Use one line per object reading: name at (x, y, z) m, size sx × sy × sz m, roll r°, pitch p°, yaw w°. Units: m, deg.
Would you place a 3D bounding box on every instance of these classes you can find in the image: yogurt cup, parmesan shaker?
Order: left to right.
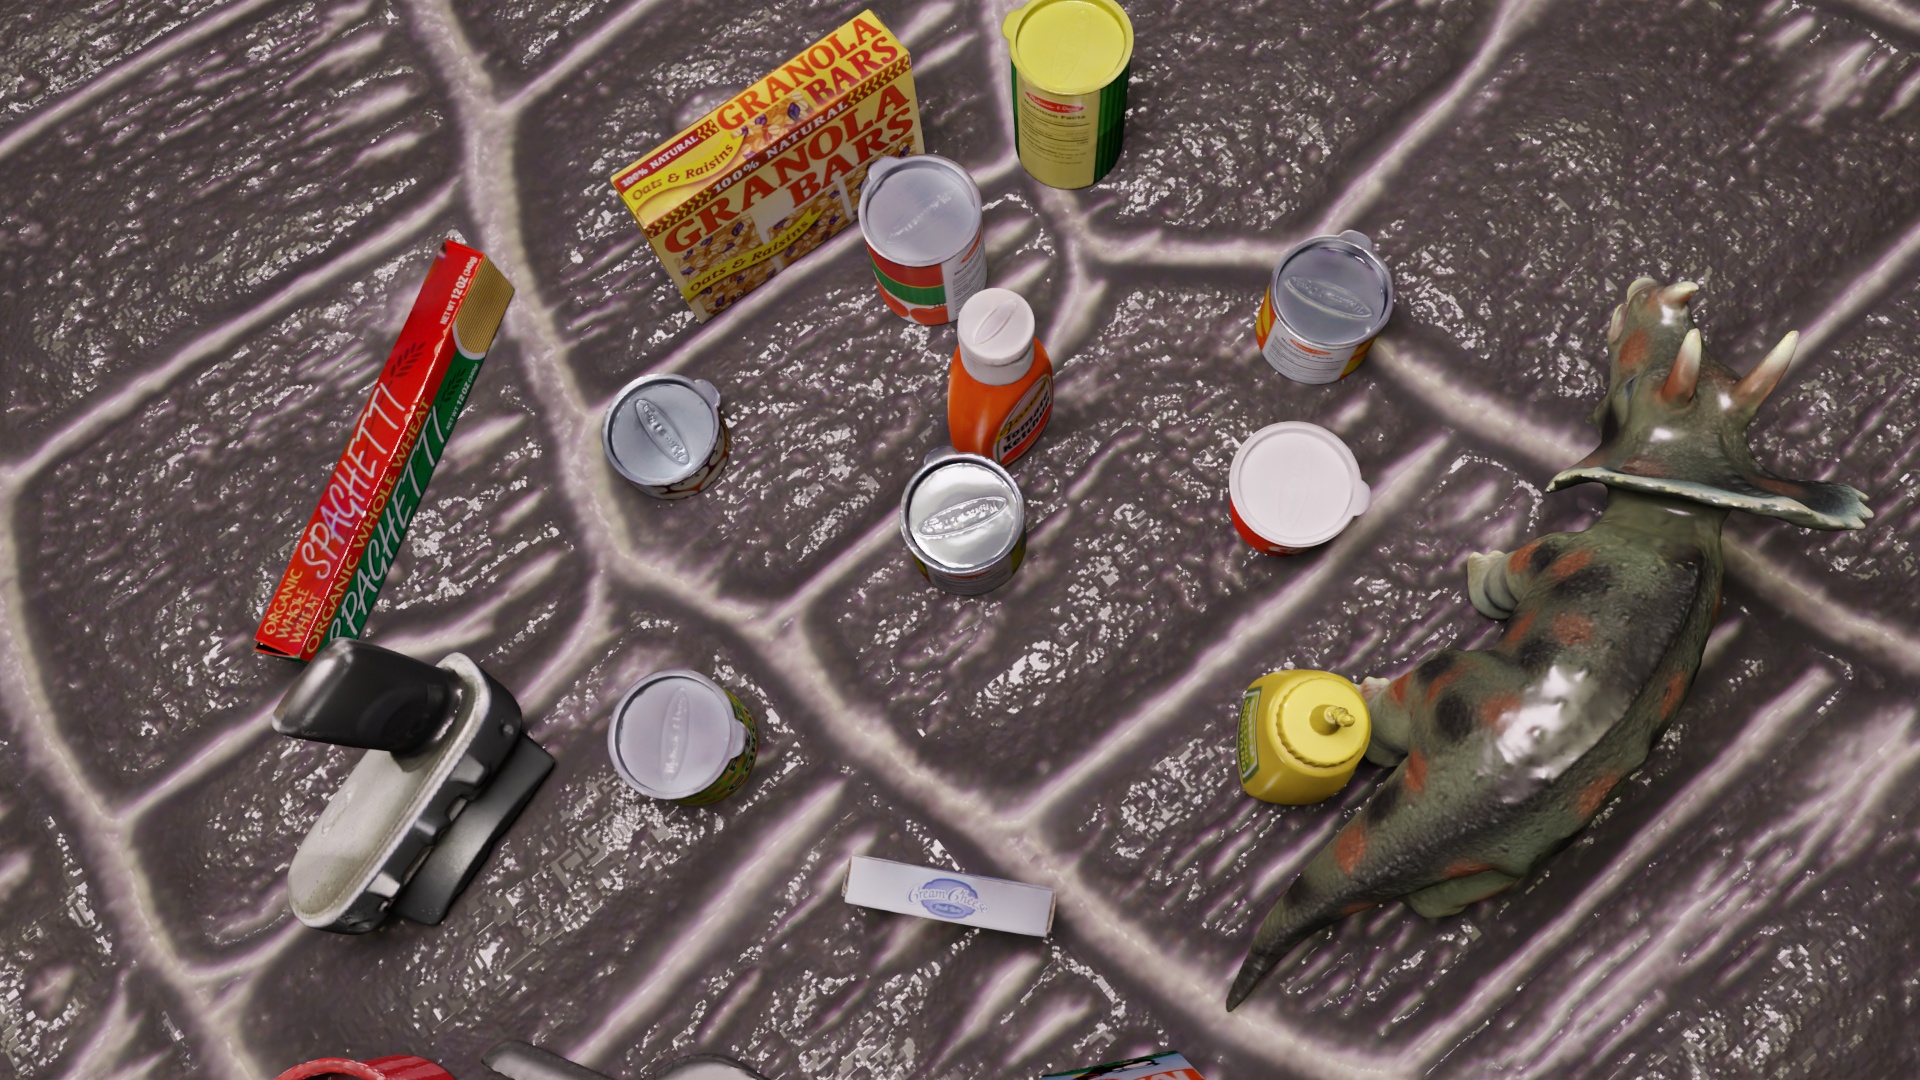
parmesan shaker at (0.059, -0.254, 0.787) m, size 0.071 × 0.103 × 0.071 m, roll -1°, pitch 75°, yaw 3°
yogurt cup at (0.175, -0.024, 0.744) m, size 0.072 × 0.054 × 0.072 m, roll -1°, pitch 75°, yaw 3°

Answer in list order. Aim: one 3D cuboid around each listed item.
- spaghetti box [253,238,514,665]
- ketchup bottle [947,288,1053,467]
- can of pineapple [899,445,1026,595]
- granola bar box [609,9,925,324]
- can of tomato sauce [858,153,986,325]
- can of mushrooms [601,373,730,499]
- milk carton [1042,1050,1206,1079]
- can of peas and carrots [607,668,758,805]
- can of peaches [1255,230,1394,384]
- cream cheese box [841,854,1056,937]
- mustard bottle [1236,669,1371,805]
spaghetti box at (-0.320, -0.047, 0.780) m, size 0.029 × 0.050 × 0.250 m, roll 18°, pitch 77°, yaw 8°
ketchup bottle at (0.020, -0.084, 0.720) m, size 0.043 × 0.148 × 0.065 m, roll 39°, pitch 81°, yaw 12°
can of pineapple at (0.003, -0.009, 0.748) m, size 0.071 × 0.057 × 0.071 m, roll -1°, pitch 75°, yaw 3°
granola bar box at (-0.100, -0.204, 0.772) m, size 0.166 × 0.124 × 0.039 m, roll -36°, pitch 76°, yaw -6°
can of tomato sauce at (-0.021, -0.167, 0.779) m, size 0.071 × 0.083 × 0.071 m, roll -1°, pitch 75°, yaw 3°
can of mushrooms at (-0.163, -0.059, 0.783) m, size 0.071 × 0.033 × 0.071 m, roll -1°, pitch 75°, yaw 3°
milk carton at (0.077, 0.273, 0.599) m, size 0.072 × 0.190 × 0.073 m, roll -10°, pitch 75°, yaw 1°
can of peas and carrots at (-0.141, 0.104, 0.725) m, size 0.071 × 0.058 × 0.071 m, roll -1°, pitch 75°, yaw 3°
can of peaches at (0.201, -0.128, 0.768) m, size 0.071 × 0.058 × 0.071 m, roll -1°, pitch 75°, yaw 3°
cream cheese box at (-0.004, 0.179, 0.700) m, size 0.104 × 0.053 × 0.024 m, roll 8°, pitch 76°, yaw 5°
mustard bottle at (0.163, 0.090, 0.659) m, size 0.049 × 0.160 × 0.065 m, roll 3°, pitch 76°, yaw 4°
